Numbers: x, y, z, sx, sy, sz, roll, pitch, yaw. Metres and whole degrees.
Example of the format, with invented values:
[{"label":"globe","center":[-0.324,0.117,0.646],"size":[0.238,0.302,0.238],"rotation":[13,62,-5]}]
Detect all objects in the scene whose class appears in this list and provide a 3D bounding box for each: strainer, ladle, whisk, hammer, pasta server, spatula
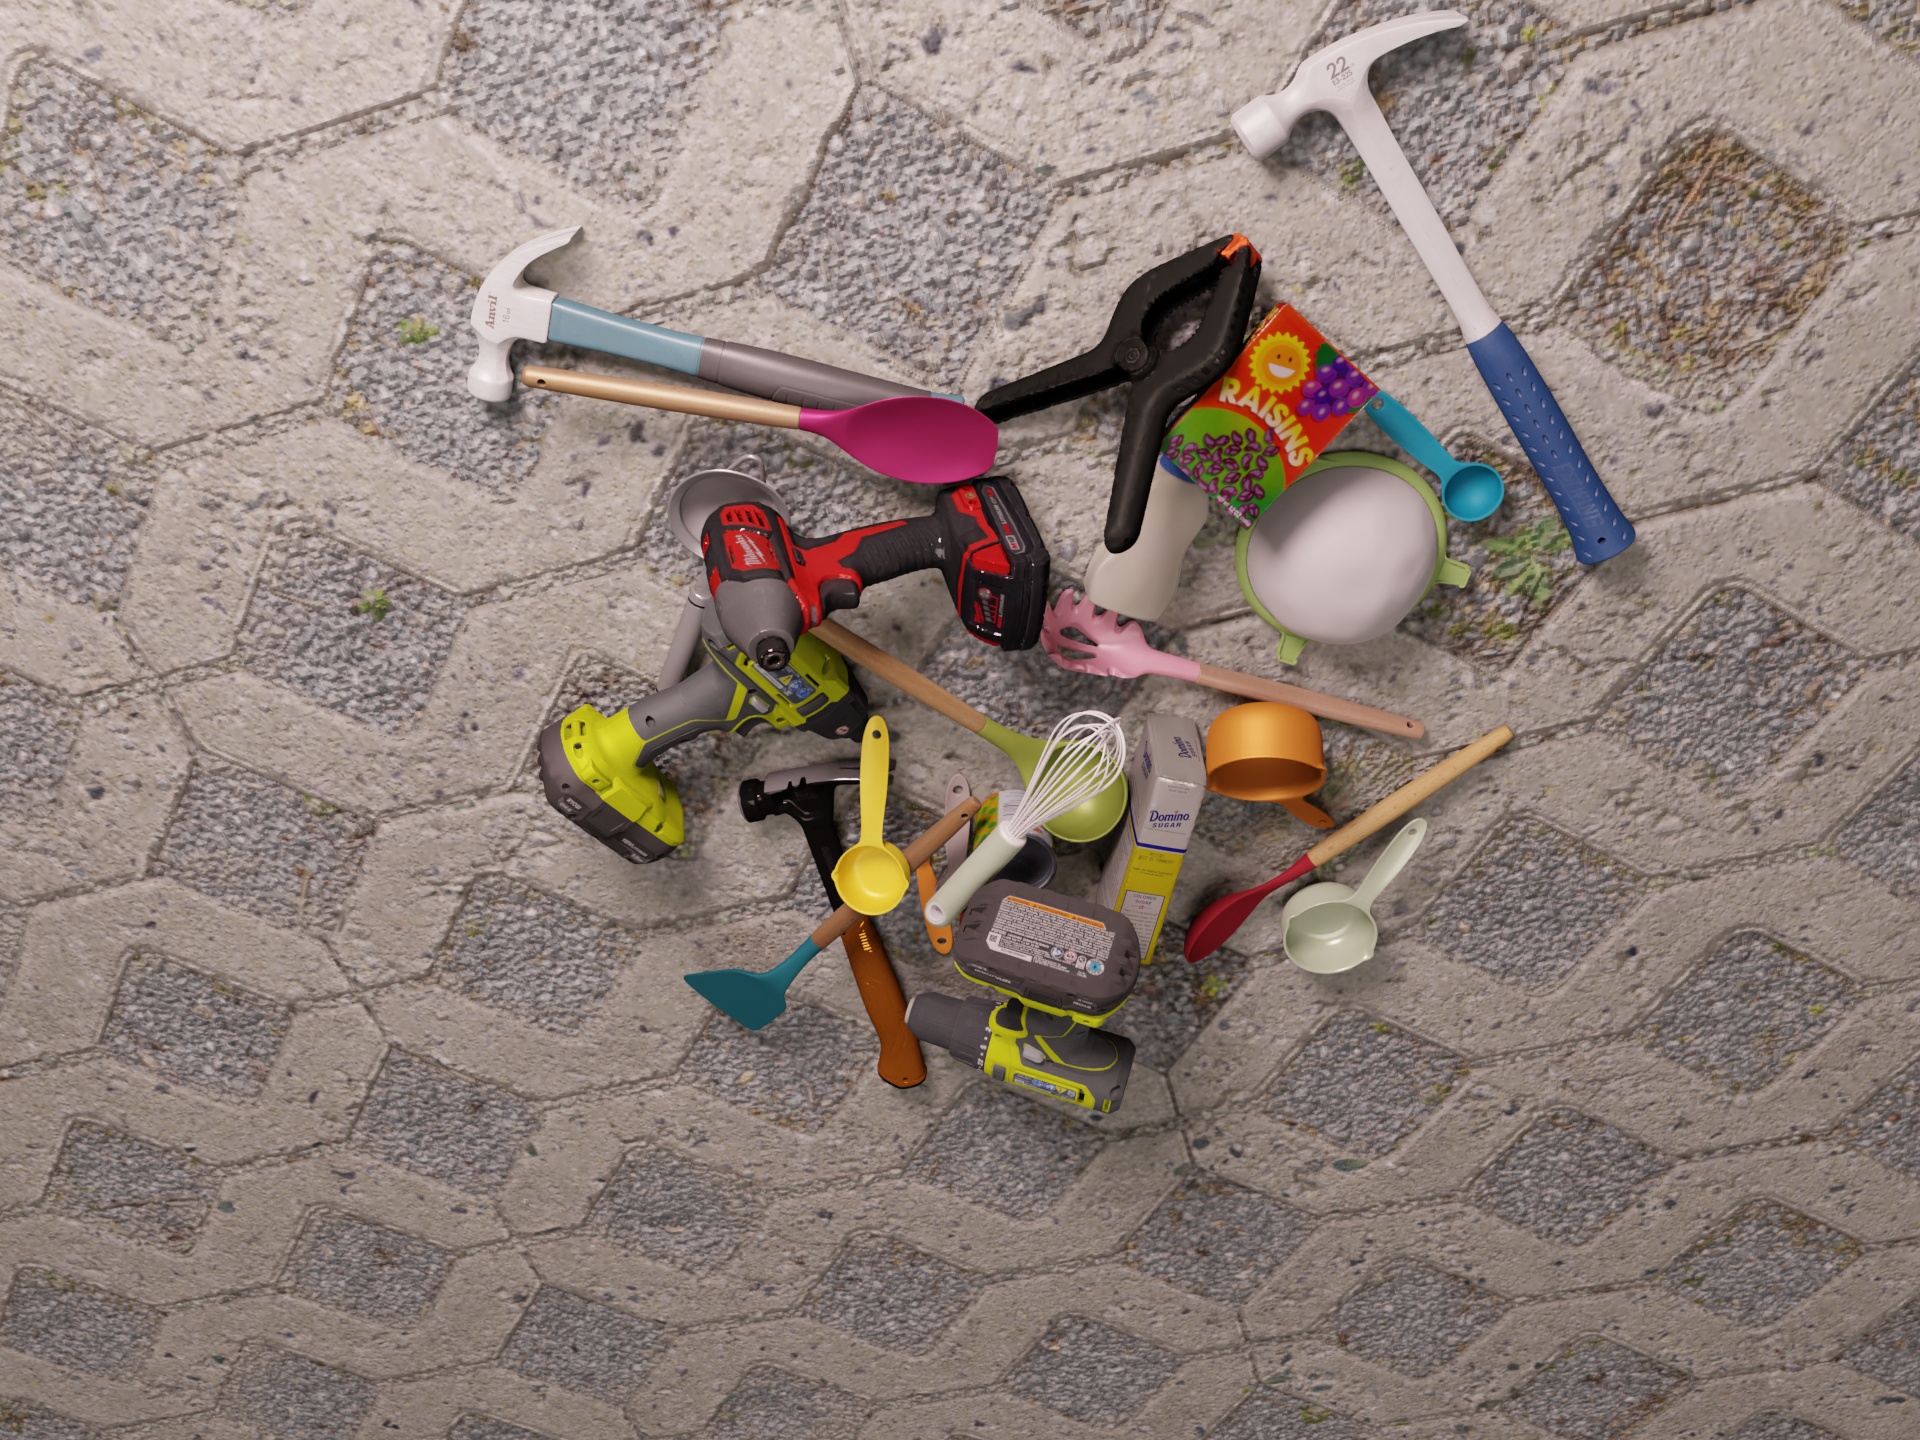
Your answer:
[{"label":"strainer","center":[0.247,-0.147,1.097],"size":[0.151,0.069,0.256],"rotation":[-25,119,16]},{"label":"ladle","center":[-0.002,-0.004,1.172],"size":[0.320,0.062,0.078],"rotation":[32,104,-28]},{"label":"whisk","center":[0.044,0.079,1.187],"size":[0.058,0.059,0.246],"rotation":[49,124,13]},{"label":"strainer","center":[-0.187,-0.099,1.159],"size":[0.086,0.050,0.258],"rotation":[17,126,-14]},{"label":"hammer","center":[-0.076,0.179,1.330],"size":[0.127,0.034,0.336],"rotation":[-10,121,9]},{"label":"hammer","center":[0.343,-0.266,1.040],"size":[0.144,0.035,0.405],"rotation":[-31,116,19]},{"label":"pasta server","center":[0.205,-0.031,1.189],"size":[0.316,0.060,0.040],"rotation":[14,161,-9]},{"label":"ladle","center":[0.302,0.098,1.268],"size":[0.315,0.031,0.069],"rotation":[-37,155,18]},{"label":"hammer","center":[-0.162,-0.241,1.075],"size":[0.331,0.033,0.128],"rotation":[13,122,-7]},{"label":"spatula","center":[-0.098,0.156,1.285],"size":[0.082,0.044,0.317],"rotation":[41,111,-19]}]

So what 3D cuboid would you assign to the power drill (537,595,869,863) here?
[{"label":"power drill","center":[-0.187,0.008,1.190],"size":[0.223,0.080,0.171],"rotation":[-32,134,14]}]

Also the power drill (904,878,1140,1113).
[{"label":"power drill","center":[0.049,0.221,1.254],"size":[0.190,0.080,0.228],"rotation":[16,145,10]}]

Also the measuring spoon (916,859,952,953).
[{"label":"measuring spoon","center":[-0.024,0.151,1.324],"size":[0.021,0.011,0.116],"rotation":[-8,121,7]}]

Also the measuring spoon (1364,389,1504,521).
[{"label":"measuring spoon","center":[0.324,-0.189,1.104],"size":[0.128,0.021,0.042],"rotation":[40,114,-10]}]

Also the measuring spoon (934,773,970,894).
[{"label":"measuring spoon","center":[-0.003,0.096,1.291],"size":[0.034,0.018,0.124],"rotation":[0,115,-5]}]

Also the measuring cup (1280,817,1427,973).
[{"label":"measuring cup","center":[0.322,0.133,1.288],"size":[0.083,0.038,0.167],"rotation":[25,117,-13]}]

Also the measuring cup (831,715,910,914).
[{"label":"measuring cup","center":[-0.064,0.071,1.221],"size":[0.062,0.029,0.156],"rotation":[6,101,13]}]

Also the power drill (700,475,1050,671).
[{"label":"power drill","center":[-0.058,-0.095,1.072],"size":[0.219,0.143,0.078],"rotation":[-7,134,-13]}]

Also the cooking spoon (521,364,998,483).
[{"label":"cooking spoon","center":[-0.133,-0.207,1.065],"size":[0.319,0.017,0.068],"rotation":[8,133,-4]}]

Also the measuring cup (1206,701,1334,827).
[{"label":"measuring cup","center":[0.250,0.036,1.220],"size":[0.095,0.052,0.173],"rotation":[-12,154,31]}]
